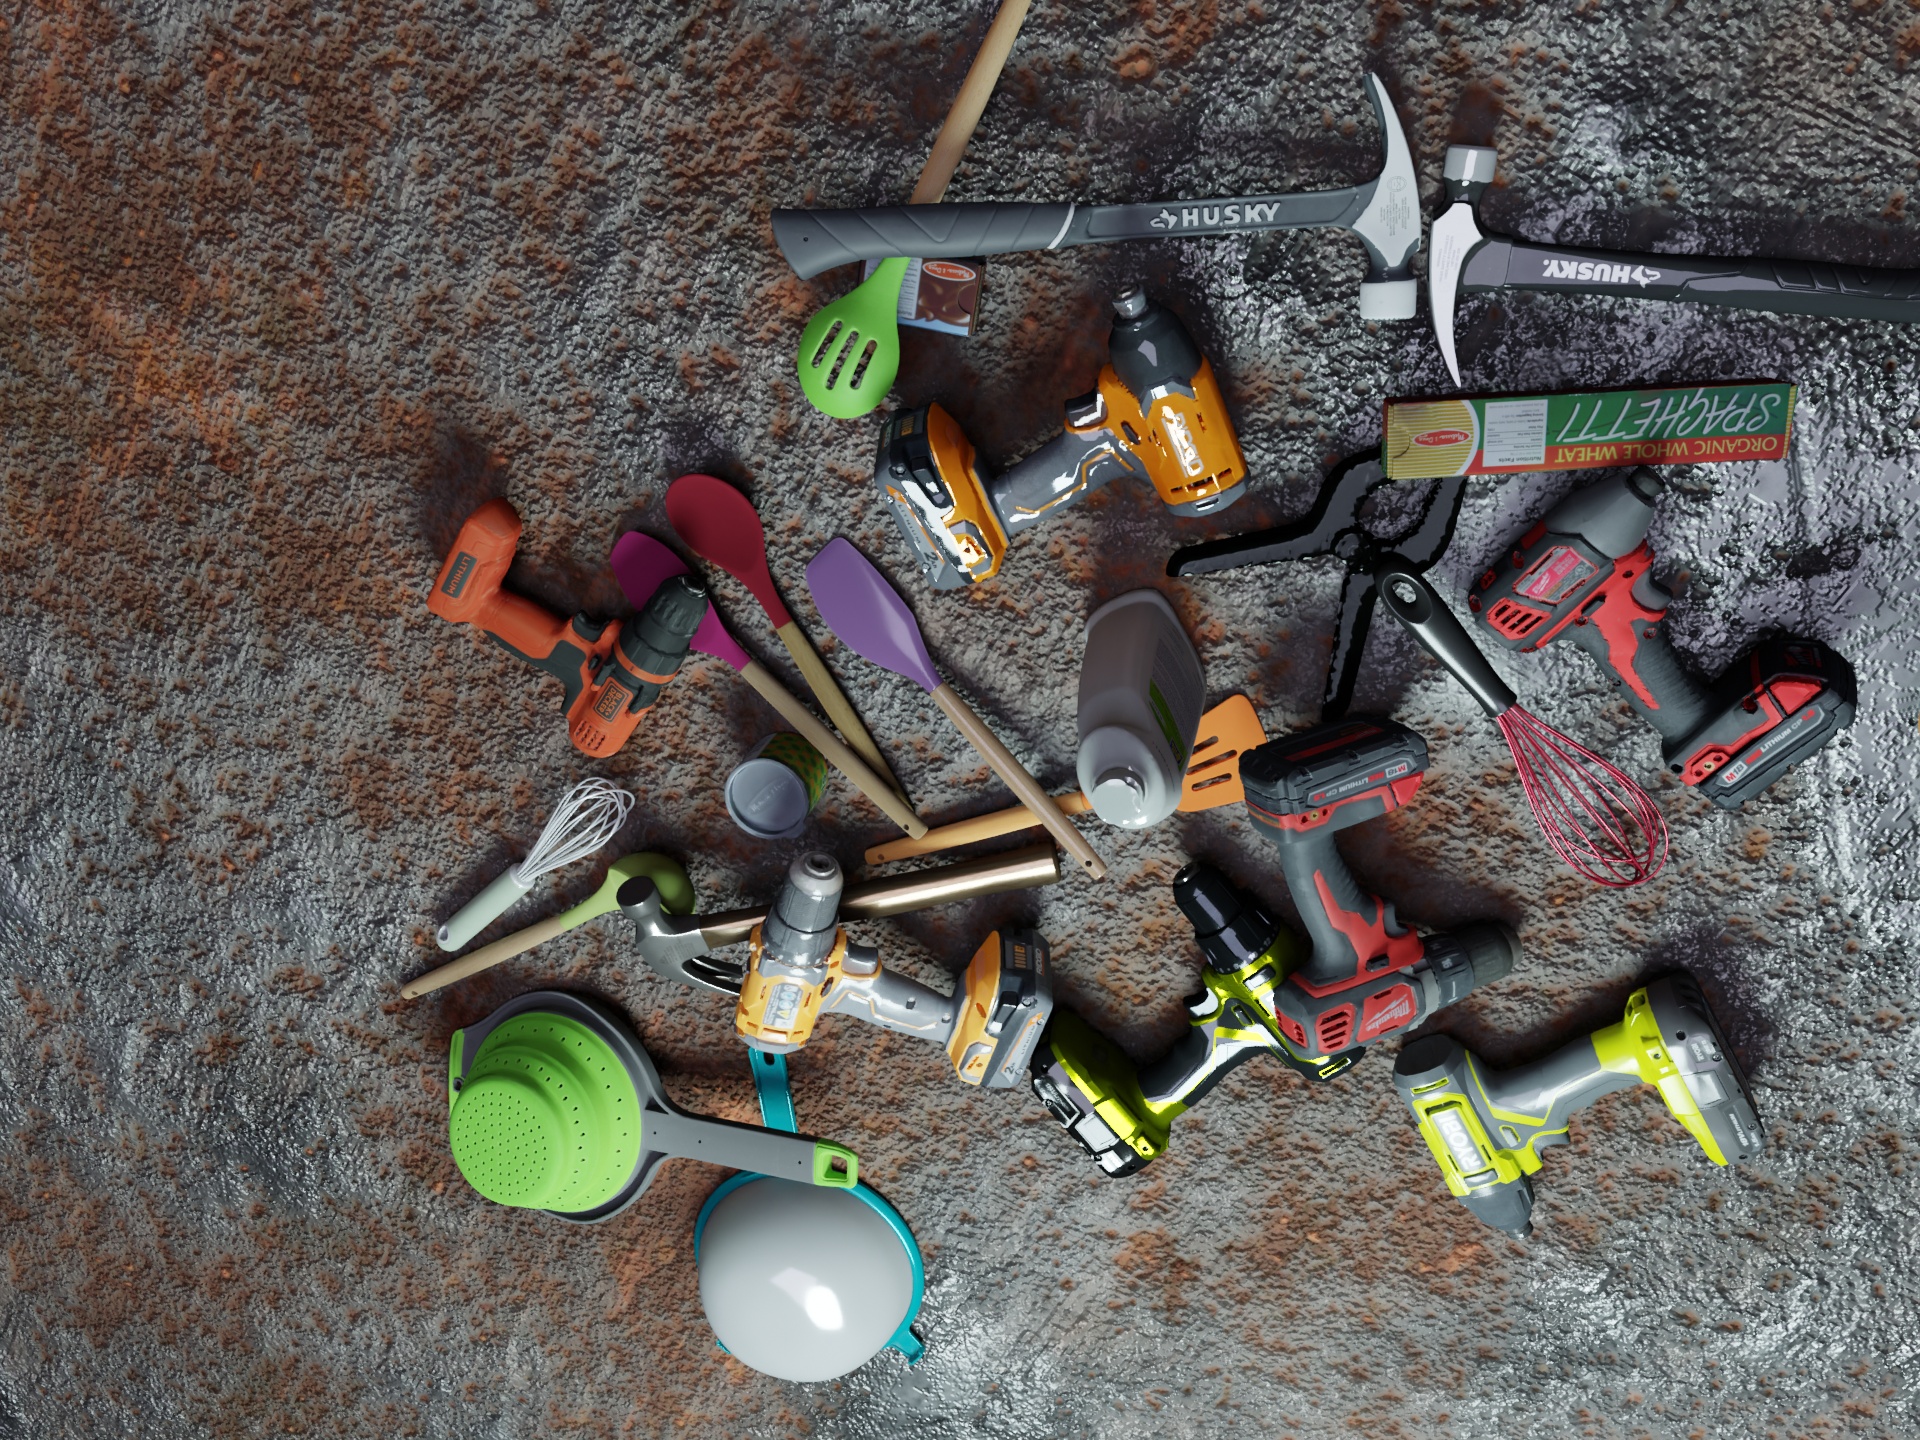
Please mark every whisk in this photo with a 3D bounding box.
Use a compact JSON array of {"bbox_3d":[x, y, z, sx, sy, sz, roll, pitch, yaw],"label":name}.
[{"bbox_3d":[-0.354,0.123,1.304,0.246,0.059,0.058,-37,62,26],"label":"whisk"},{"bbox_3d":[0.377,0.005,1.074,0.073,0.073,0.295,-39,101,22],"label":"whisk"}]

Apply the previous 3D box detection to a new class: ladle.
[{"bbox_3d":[-0.118,-0.051,1.193,0.069,0.031,0.315,-23,106,32],"label":"ladle"},{"bbox_3d":[-0.351,0.185,1.319,0.320,0.062,0.078,-24,122,23],"label":"ladle"}]

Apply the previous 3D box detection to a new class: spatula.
[{"bbox_3d":[-0.002,-0.004,1.172,0.059,0.018,0.316,-43,88,24],"label":"spatula"},{"bbox_3d":[0.073,0.063,1.197,0.322,0.041,0.081,-16,106,22],"label":"spatula"}]

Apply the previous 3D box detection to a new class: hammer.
[{"bbox_3d":[-0.086,0.143,1.224,0.331,0.031,0.129,-12,133,5],"label":"hammer"},{"bbox_3d":[0.084,-0.319,1.005,0.409,0.036,0.149,-2,108,2],"label":"hammer"},{"bbox_3d":[0.457,-0.266,0.979,0.335,0.035,0.146,8,111,9],"label":"hammer"}]

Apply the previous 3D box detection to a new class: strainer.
[{"bbox_3d":[-0.150,0.435,1.346,0.211,0.095,0.340,-2,111,13],"label":"strainer"}]

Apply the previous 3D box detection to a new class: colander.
[{"bbox_3d":[-0.280,0.344,1.301,0.397,0.094,0.204,5,99,20],"label":"colander"}]

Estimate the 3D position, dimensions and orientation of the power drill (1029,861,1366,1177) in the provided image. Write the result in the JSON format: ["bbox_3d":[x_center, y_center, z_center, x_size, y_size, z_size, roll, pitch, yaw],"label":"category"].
[{"bbox_3d":[0.166,0.228,1.209,0.228,0.080,0.190,-37,100,19],"label":"power drill"}]

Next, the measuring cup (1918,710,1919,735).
[{"bbox_3d":[0.709,0.002,1.016,0.173,0.052,0.095,-1,110,11],"label":"measuring cup"}]

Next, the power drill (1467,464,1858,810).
[{"bbox_3d":[0.457,-0.058,1.027,0.219,0.078,0.143,39,125,0],"label":"power drill"}]

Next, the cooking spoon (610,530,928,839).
[{"bbox_3d":[-0.143,-0.024,1.201,0.319,0.017,0.068,44,128,-1],"label":"cooking spoon"}]

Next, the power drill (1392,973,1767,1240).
[{"bbox_3d":[0.456,0.288,1.169,0.223,0.080,0.171,-26,102,24],"label":"power drill"}]

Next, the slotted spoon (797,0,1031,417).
[{"bbox_3d":[-0.024,-0.342,1.036,0.070,0.031,0.313,28,103,4],"label":"slotted spoon"}]

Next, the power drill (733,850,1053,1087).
[{"bbox_3d":[-0.047,0.186,1.194,0.226,0.084,0.185,12,127,-9],"label":"power drill"}]

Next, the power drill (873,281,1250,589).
[{"bbox_3d":[0.061,-0.187,1.052,0.226,0.084,0.164,-17,128,17],"label":"power drill"}]

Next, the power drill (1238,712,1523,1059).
[{"bbox_3d":[0.297,0.113,1.118,0.188,0.080,0.226,-17,105,-12],"label":"power drill"}]
